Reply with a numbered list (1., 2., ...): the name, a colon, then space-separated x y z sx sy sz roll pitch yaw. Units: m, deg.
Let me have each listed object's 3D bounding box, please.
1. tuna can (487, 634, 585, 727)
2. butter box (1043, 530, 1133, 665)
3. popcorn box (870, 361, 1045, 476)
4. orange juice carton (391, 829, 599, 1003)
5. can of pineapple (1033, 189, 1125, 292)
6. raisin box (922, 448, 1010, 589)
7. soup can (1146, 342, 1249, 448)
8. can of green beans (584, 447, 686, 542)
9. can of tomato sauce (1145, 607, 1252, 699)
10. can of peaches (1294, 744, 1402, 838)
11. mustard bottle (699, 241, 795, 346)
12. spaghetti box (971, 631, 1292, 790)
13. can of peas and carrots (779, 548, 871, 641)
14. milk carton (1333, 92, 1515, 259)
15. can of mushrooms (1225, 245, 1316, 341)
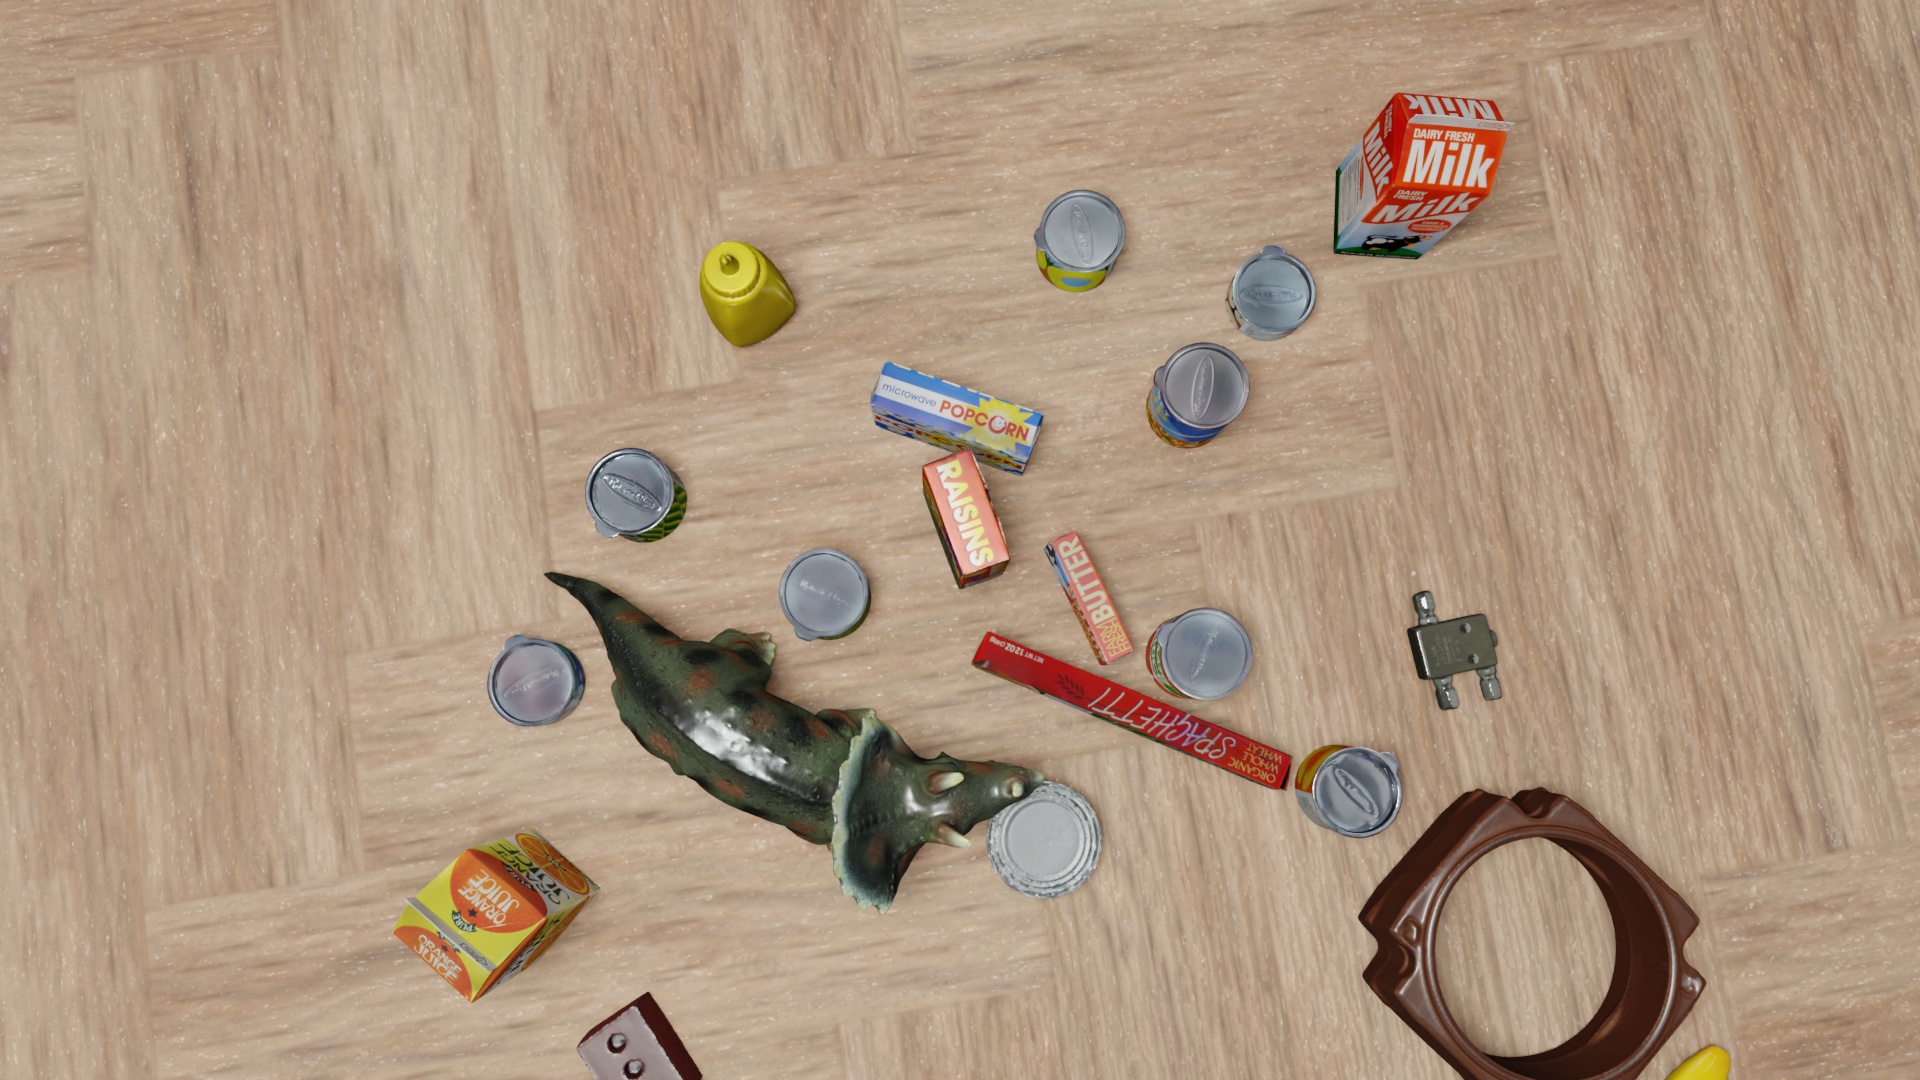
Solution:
1. tuna can: -0.322 0.106 1.053 0.071 0.033 0.071 0 83 -1
2. butter box: 0.097 0.045 1.058 0.024 0.053 0.103 -25 84 -4
3. popcorn box: -0.003 -0.092 1.058 0.127 0.085 0.038 19 83 1
4. orange juice carton: -0.319 0.256 0.952 0.072 0.192 0.073 40 84 4
5. can of pineapple: 0.092 -0.235 1.093 0.071 0.058 0.071 0 83 -1
6. raisin box: 0.004 -0.013 1.029 0.040 0.123 0.086 -19 84 -3
7. soup can: 0.177 -0.110 1.065 0.071 0.083 0.071 0 83 -1
8. can of green beans: -0.247 -0.033 1.060 0.071 0.057 0.071 0 83 -1
9. can of tomato sauce: 0.175 0.086 1.039 0.071 0.083 0.071 0 83 -1
10. can of peaches: 0.291 0.185 1.040 0.071 0.058 0.071 0 83 -1
11. mustard bottle: -0.162 -0.189 1.031 0.065 0.160 0.049 -35 85 -5
12. spaghetti box: 0.128 0.129 1.049 0.250 0.050 0.029 22 83 2
13. can of peas and carrots: -0.102 0.044 1.052 0.071 0.058 0.071 0 83 -1
14. milk carton: 0.341 -0.275 1.036 0.072 0.190 0.073 4 83 0
15. can of mushrooms: 0.246 -0.196 1.103 0.071 0.033 0.071 0 83 -1
